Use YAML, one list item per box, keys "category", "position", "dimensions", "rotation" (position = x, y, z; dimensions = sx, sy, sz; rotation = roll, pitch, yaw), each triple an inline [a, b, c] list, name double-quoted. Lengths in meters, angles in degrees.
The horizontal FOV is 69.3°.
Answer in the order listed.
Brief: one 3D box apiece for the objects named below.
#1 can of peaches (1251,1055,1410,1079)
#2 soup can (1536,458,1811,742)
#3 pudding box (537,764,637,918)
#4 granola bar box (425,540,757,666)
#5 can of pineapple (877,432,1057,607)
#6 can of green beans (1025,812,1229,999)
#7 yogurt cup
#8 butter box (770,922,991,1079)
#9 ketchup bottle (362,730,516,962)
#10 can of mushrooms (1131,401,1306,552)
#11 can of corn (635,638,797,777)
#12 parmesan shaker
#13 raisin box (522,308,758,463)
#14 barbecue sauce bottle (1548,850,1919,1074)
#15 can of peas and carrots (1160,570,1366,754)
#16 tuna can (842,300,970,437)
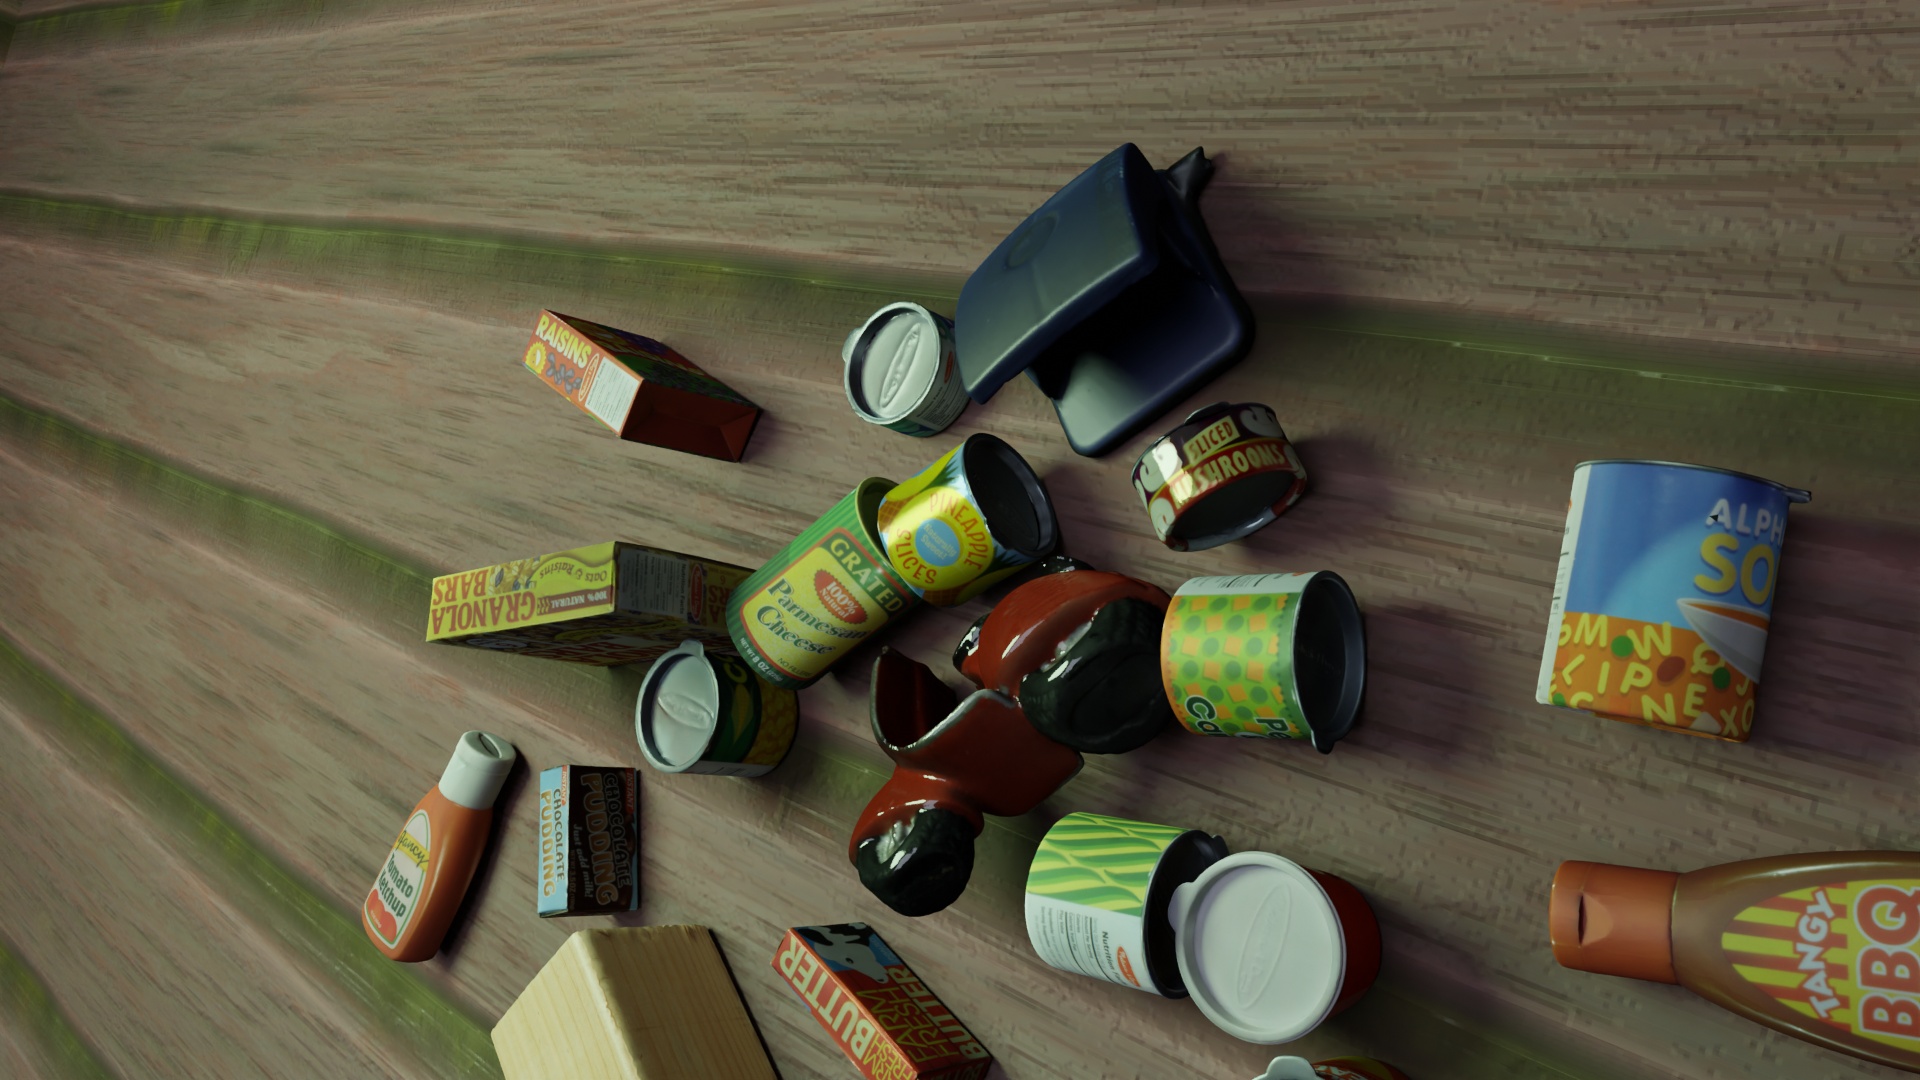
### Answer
- category: "can of peaches"
  position: [0.135, 0.221, 0.501]
  dimensions: [0.071, 0.058, 0.071]
  rotation: [-11, 72, 38]
- category: "soup can"
  position: [0.236, 0.020, 0.463]
  dimensions: [0.071, 0.071, 0.084]
  rotation: [8, 85, 40]
- category: "pudding box"
  position: [-0.214, 0.173, 0.801]
  dimensions: [0.030, 0.049, 0.084]
  rotation: [-18, 68, 37]
- category: "granola bar box"
  position: [-0.194, 0.038, 0.769]
  dimensions: [0.165, 0.124, 0.039]
  rotation: [-10, 73, 37]
- category: "can of pineapple"
  position: [0.002, -0.008, 0.658]
  dimensions: [0.057, 0.071, 0.071]
  rotation: [-33, 61, 30]
- category: "can of green beans"
  position: [0.068, 0.147, 0.568]
  dimensions: [0.058, 0.071, 0.071]
  rotation: [1, 80, 40]
- category: "yogurt cup"
  position: [0.124, 0.153, 0.529]
  dimensions: [0.072, 0.054, 0.072]
  rotation: [-10, 73, 37]
- category: "butter box"
  position: [-0.038, 0.218, 0.645]
  dimensions: [0.104, 0.053, 0.024]
  rotation: [36, 105, 39]
- category: "ketchup bottle"
  position: [-0.334, 0.195, 0.898]
  dimensions: [0.065, 0.043, 0.148]
  rotation: [36, 101, 39]
- category: "can of mushrooms"
  position: [0.107, -0.026, 0.577]
  dimensions: [0.071, 0.071, 0.033]
  rotation: [-36, 61, 27]
- category: "can of corn"
  position: [-0.130, 0.091, 0.748]
  dimensions: [0.071, 0.058, 0.071]
  rotation: [-11, 73, 37]
- category: "parmesan shaker"
  position: [-0.060, 0.025, 0.705]
  dimensions: [0.102, 0.071, 0.071]
  rotation: [-38, 58, 27]
- category: "raisin box"
  position: [-0.191, -0.092, 0.824]
  dimensions: [0.123, 0.086, 0.040]
  rotation: [34, 106, 39]
- category: "barbecue sauce bottle"
  position: [0.264, 0.126, 0.429]
  dimensions: [0.148, 0.044, 0.065]
  rotation: [-2, 79, 39]
- category: "can of peas and carrots"
  position: [0.120, 0.048, 0.550]
  dimensions: [0.058, 0.071, 0.071]
  rotation: [-4, 77, 39]
- category: "tuna can"
  position: [-0.028, -0.090, 0.726]
  dimensions: [0.071, 0.033, 0.071]
  rotation: [-10, 73, 37]
